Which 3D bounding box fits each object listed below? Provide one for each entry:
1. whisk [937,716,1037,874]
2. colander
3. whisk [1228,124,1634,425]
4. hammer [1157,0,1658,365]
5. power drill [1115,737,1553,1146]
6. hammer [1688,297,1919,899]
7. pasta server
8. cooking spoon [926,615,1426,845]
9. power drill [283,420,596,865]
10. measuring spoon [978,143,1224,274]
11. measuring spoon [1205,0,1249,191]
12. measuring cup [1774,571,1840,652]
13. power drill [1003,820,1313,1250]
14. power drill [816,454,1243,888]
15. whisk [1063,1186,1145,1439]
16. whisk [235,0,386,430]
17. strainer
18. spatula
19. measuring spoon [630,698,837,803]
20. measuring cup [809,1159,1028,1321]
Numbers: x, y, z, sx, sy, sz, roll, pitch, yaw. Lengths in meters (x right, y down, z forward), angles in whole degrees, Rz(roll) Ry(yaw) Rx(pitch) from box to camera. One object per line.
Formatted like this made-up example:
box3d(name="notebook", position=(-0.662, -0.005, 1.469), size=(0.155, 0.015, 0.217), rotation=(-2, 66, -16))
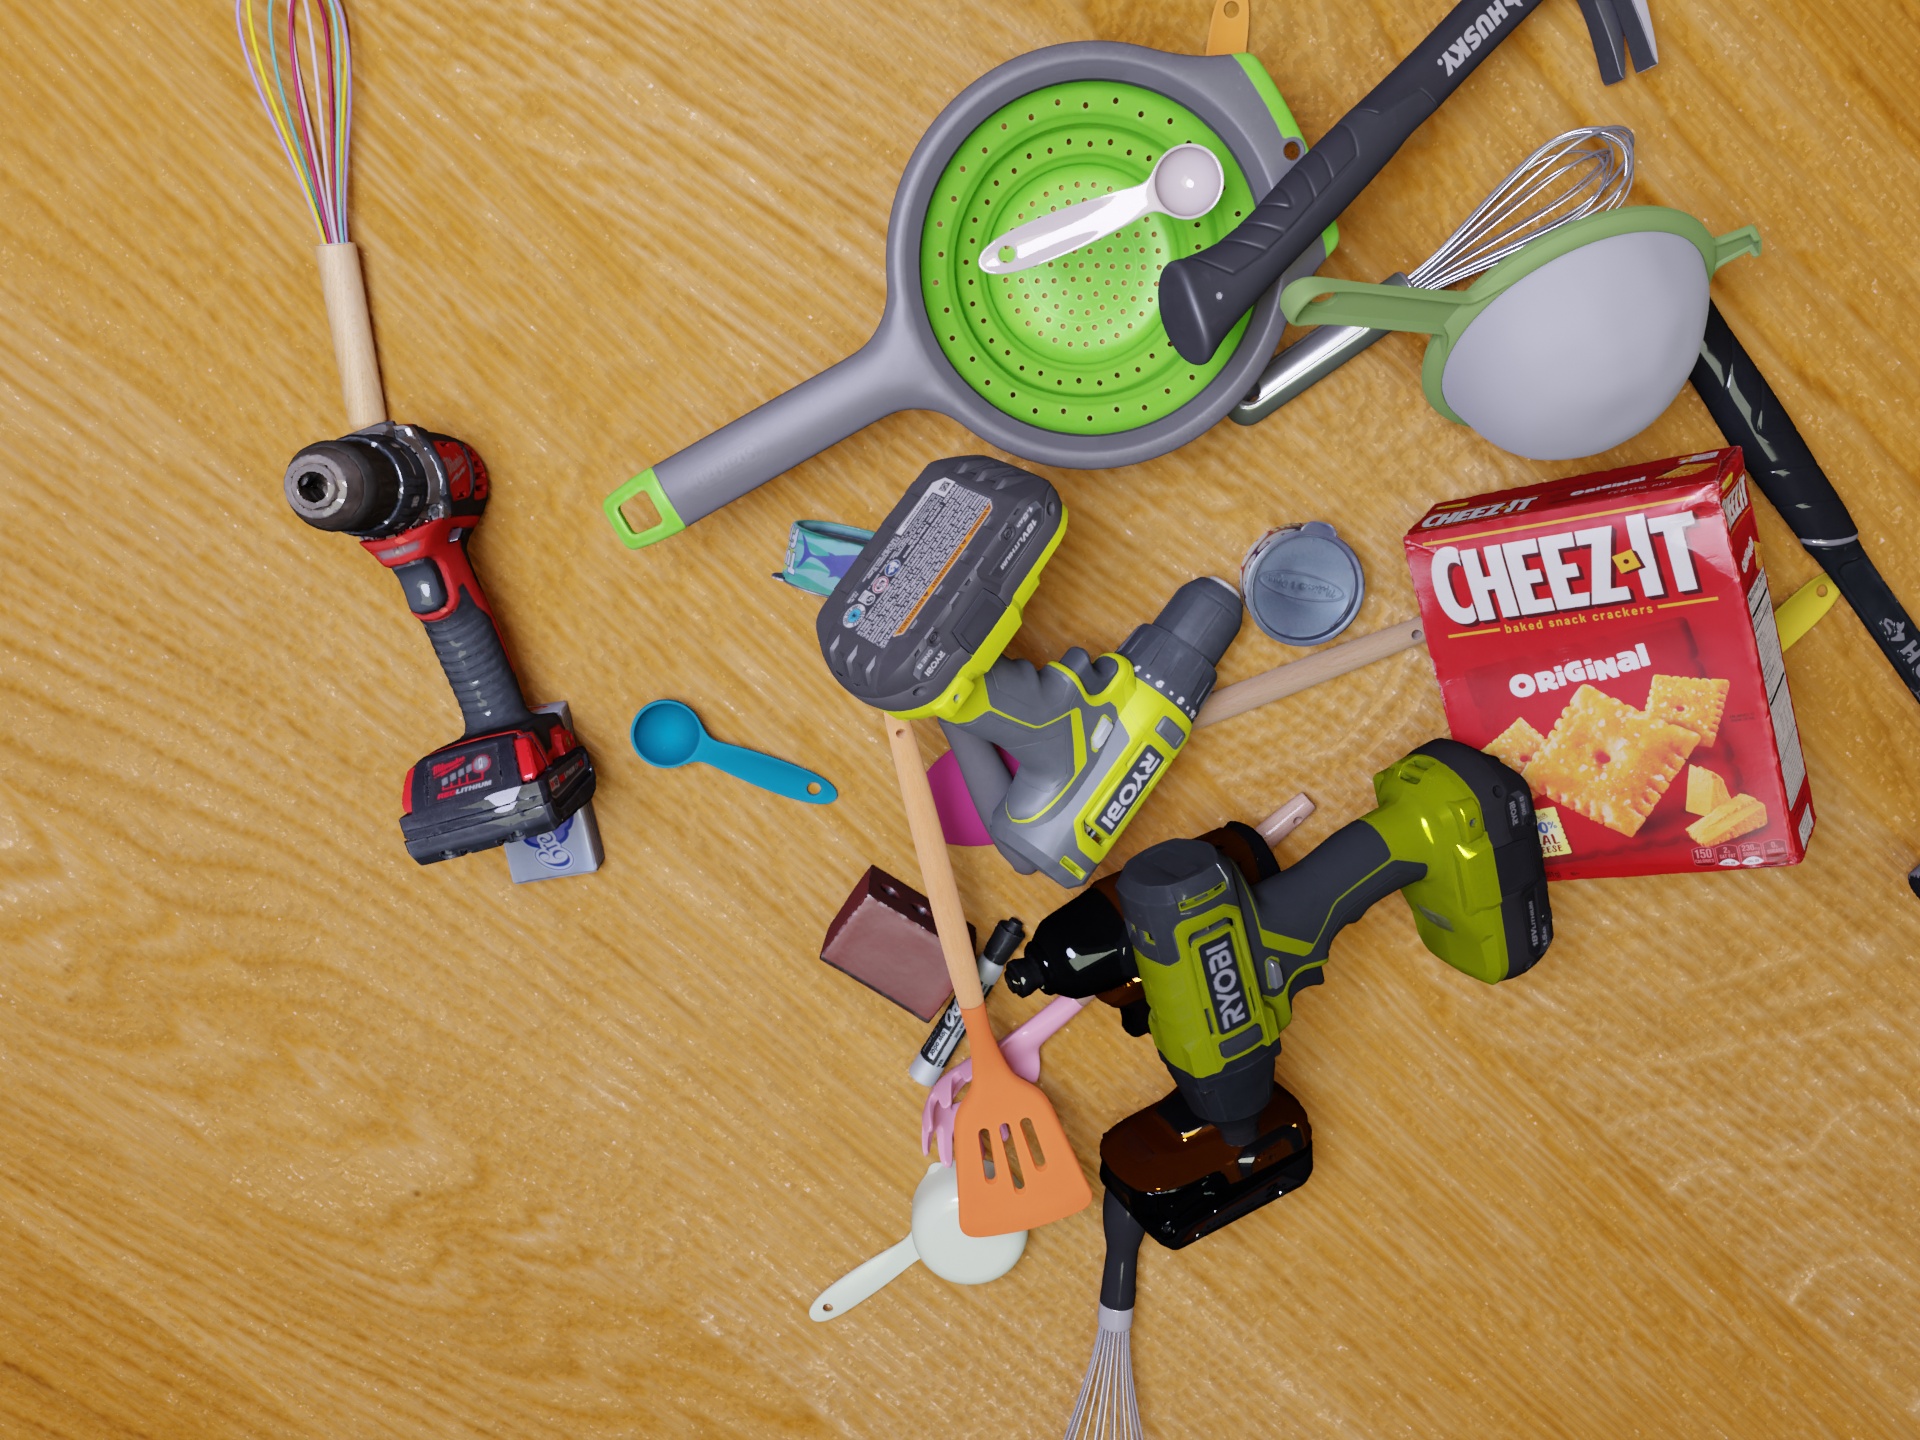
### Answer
box3d(name="whisk", position=(0.000, -0.003, 0.883), size=(0.055, 0.055, 0.238), rotation=(-21, 121, 7))
box3d(name="colander", position=(-0.006, -0.200, 0.837), size=(0.397, 0.094, 0.204), rotation=(-27, 103, 8))
box3d(name="whisk", position=(0.247, -0.235, 0.849), size=(0.246, 0.059, 0.058), rotation=(-34, 63, 14))
box3d(name="hammer", position=(0.212, -0.290, 0.767), size=(0.335, 0.035, 0.146), rotation=(-47, 108, -15))
box3d(name="power drill", position=(0.201, 0.116, 0.851), size=(0.223, 0.080, 0.171), rotation=(-23, 111, -17))
box3d(name="hammer", position=(0.497, -0.088, 0.880), size=(0.149, 0.036, 0.409), rotation=(-39, 99, 0))
box3d(name="pasta server", position=(0.094, 0.155, 0.961), size=(0.316, 0.040, 0.060), rotation=(-42, 129, 10))
box3d(name="cooking spoon", position=(0.124, 0.001, 0.928), size=(0.319, 0.017, 0.068), rotation=(-21, 104, 8))
box3d(name="power drill", position=(-0.274, -0.045, 0.829), size=(0.080, 0.188, 0.226), rotation=(-15, 98, 2))
box3d(name="measuring spoon", position=(0.067, -0.244, 0.770), size=(0.124, 0.018, 0.034), rotation=(-18, 104, 13))
box3d(name="measuring spoon", position=(0.137, -0.331, 0.845), size=(0.021, 0.011, 0.117), rotation=(7, 102, 1))
box3d(name="measuring cup", position=(0.441, -0.033, 0.913), size=(0.156, 0.029, 0.062), rotation=(-41, 100, -1))
box3d(name="power drill", position=(0.115, 0.185, 0.912), size=(0.164, 0.084, 0.226), rotation=(-21, 114, -18))
box3d(name="power drill", position=(0.050, -0.035, 0.832), size=(0.190, 0.080, 0.228), rotation=(-54, 134, -5))
box3d(name="whisk", position=(0.097, 0.410, 1.025), size=(0.070, 0.070, 0.284), rotation=(5, 100, 0))
box3d(name="whisk", position=(-0.337, -0.280, 0.856), size=(0.051, 0.047, 0.244), rotation=(1, 110, 14))
box3d(name="strainer", position=(0.267, -0.175, 0.766), size=(0.256, 0.069, 0.151), rotation=(-3, 150, -28))
box3d(name="spatula", position=(0.002, 0.143, 0.904), size=(0.081, 0.041, 0.322), rotation=(-14, 107, 0))
box3d(name="measuring spoon", position=(-0.133, 0.021, 0.946), size=(0.128, 0.021, 0.042), rotation=(22, 105, -14))
box3d(name="measuring cup", position=(-0.030, 0.346, 1.014), size=(0.167, 0.038, 0.083), rotation=(-35, 101, 8))
